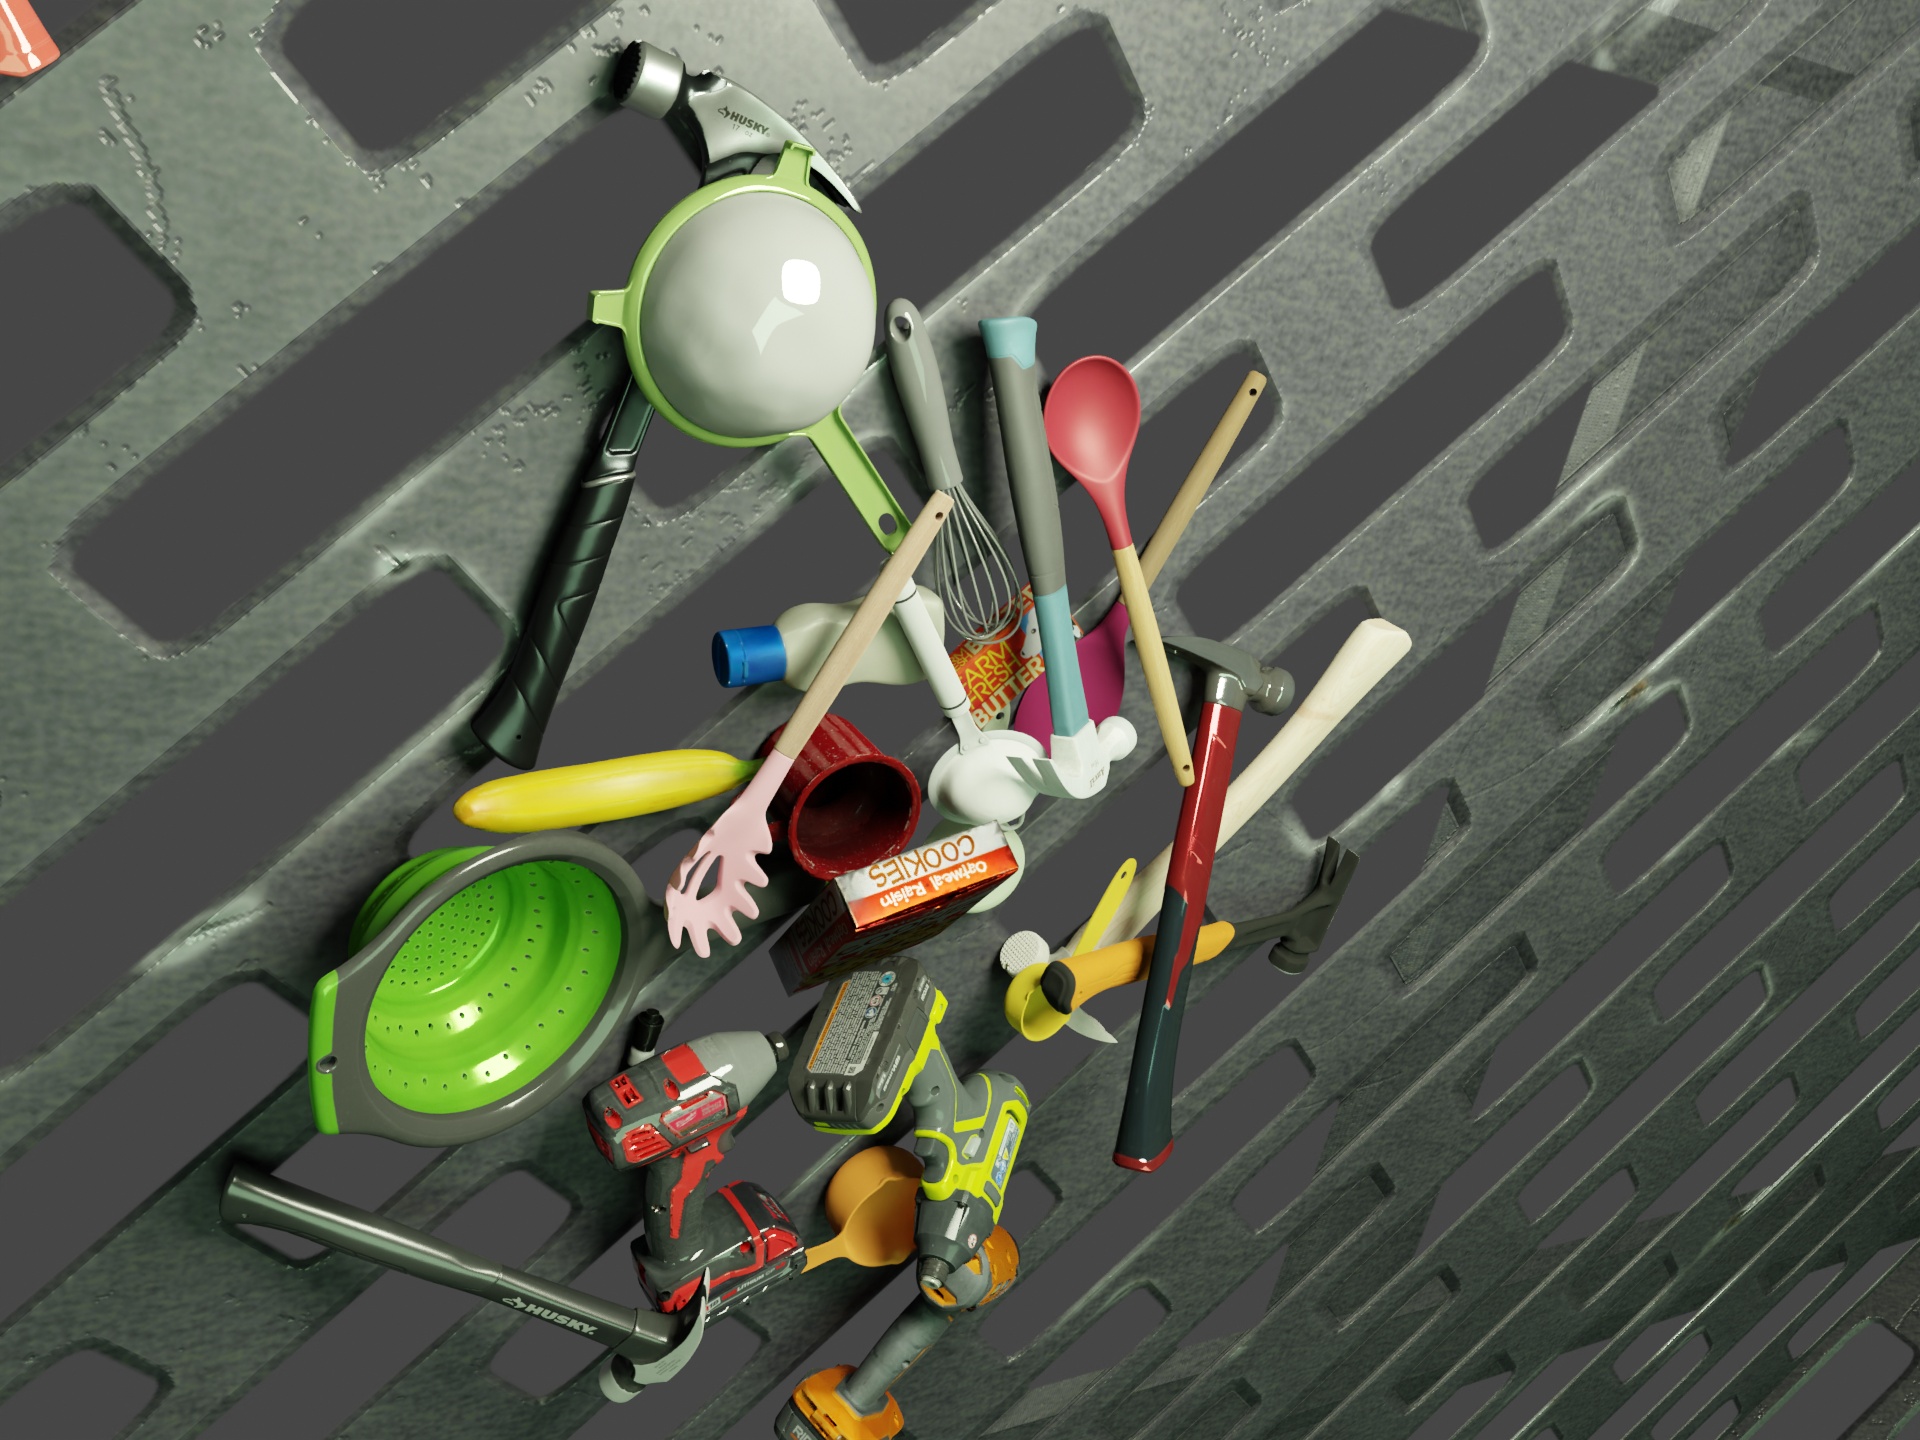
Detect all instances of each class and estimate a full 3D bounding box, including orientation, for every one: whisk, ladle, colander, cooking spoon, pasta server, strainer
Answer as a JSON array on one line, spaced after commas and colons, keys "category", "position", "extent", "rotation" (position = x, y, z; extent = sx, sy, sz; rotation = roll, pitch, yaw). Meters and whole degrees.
[{"category": "whisk", "position": [-0.007, -0.152, 1.006], "extent": [0.055, 0.055, 0.238], "rotation": [-27, 122, -16]}, {"category": "ladle", "position": [0.118, -0.095, 1.083], "extent": [0.069, 0.031, 0.315], "rotation": [-21, 111, -8]}, {"category": "colander", "position": [-0.237, 0.125, 1.004], "extent": [0.397, 0.095, 0.204], "rotation": [-16, 126, -44]}, {"category": "cooking spoon", "position": [0.131, -0.103, 1.129], "extent": [0.068, 0.017, 0.319], "rotation": [27, 99, -13]}, {"category": "pasta server", "position": [-0.089, 0.000, 0.963], "extent": [0.060, 0.040, 0.316], "rotation": [29, 96, -39]}, {"category": "strainer", "position": [-0.002, -0.003, 1.044], "extent": [0.087, 0.050, 0.258], "rotation": [-24, 126, 2]}, {"category": "strainer", "position": [-0.078, -0.178, 0.892], "extent": [0.151, 0.069, 0.256], "rotation": [-40, 129, -7]}]

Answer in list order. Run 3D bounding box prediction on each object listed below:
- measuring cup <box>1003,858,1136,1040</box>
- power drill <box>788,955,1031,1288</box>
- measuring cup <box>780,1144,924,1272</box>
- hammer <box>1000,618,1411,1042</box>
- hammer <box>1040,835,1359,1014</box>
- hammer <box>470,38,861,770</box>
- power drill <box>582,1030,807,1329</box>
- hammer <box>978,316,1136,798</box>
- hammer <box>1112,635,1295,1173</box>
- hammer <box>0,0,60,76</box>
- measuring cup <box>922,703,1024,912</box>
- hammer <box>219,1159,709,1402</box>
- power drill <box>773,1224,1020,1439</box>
[{"category": "measuring cup", "position": [0.084, 0.168, 1.201], "extent": [0.062, 0.029, 0.156], "rotation": [39, 79, -47]}, {"category": "power drill", "position": [-0.030, 0.295, 1.171], "extent": [0.223, 0.080, 0.171], "rotation": [59, 39, -35]}, {"category": "measuring cup", "position": [-0.101, 0.392, 1.242], "extent": [0.173, 0.052, 0.095], "rotation": [-19, 123, -19]}, {"category": "hammer", "position": [0.213, 0.083, 1.271], "extent": [0.410, 0.038, 0.146], "rotation": [-46, 130, -2]}, {"category": "hammer", "position": [0.191, 0.172, 1.255], "extent": [0.336, 0.034, 0.127], "rotation": [-6, 125, -43]}, {"category": "hammer", "position": [-0.189, -0.155, 0.903], "extent": [0.149, 0.036, 0.409], "rotation": [13, 108, -36]}, {"category": "power drill", "position": [-0.178, 0.317, 1.126], "extent": [0.143, 0.079, 0.219], "rotation": [-23, 127, -27]}, {"category": "hammer", "position": [0.056, -0.099, 1.032], "extent": [0.128, 0.033, 0.330], "rotation": [-41, 127, -49]}, {"category": "hammer", "position": [0.152, 0.131, 1.162], "extent": [0.143, 0.038, 0.386], "rotation": [17, 81, -33]}, {"category": "hammer", "position": [-0.459, -0.423, 0.595], "extent": [0.149, 0.037, 0.358], "rotation": [-33, 127, -12]}, {"category": "measuring cup", "position": [0.020, 0.065, 1.142], "extent": [0.083, 0.038, 0.167], "rotation": [-2, 118, -30]}, {"category": "hammer", "position": [-0.321, 0.361, 1.045], "extent": [0.334, 0.035, 0.146], "rotation": [31, 124, -23]}, {"category": "power drill", "position": [-0.037, 0.508, 1.309], "extent": [0.226, 0.084, 0.164], "rotation": [-51, 159, 1]}]
